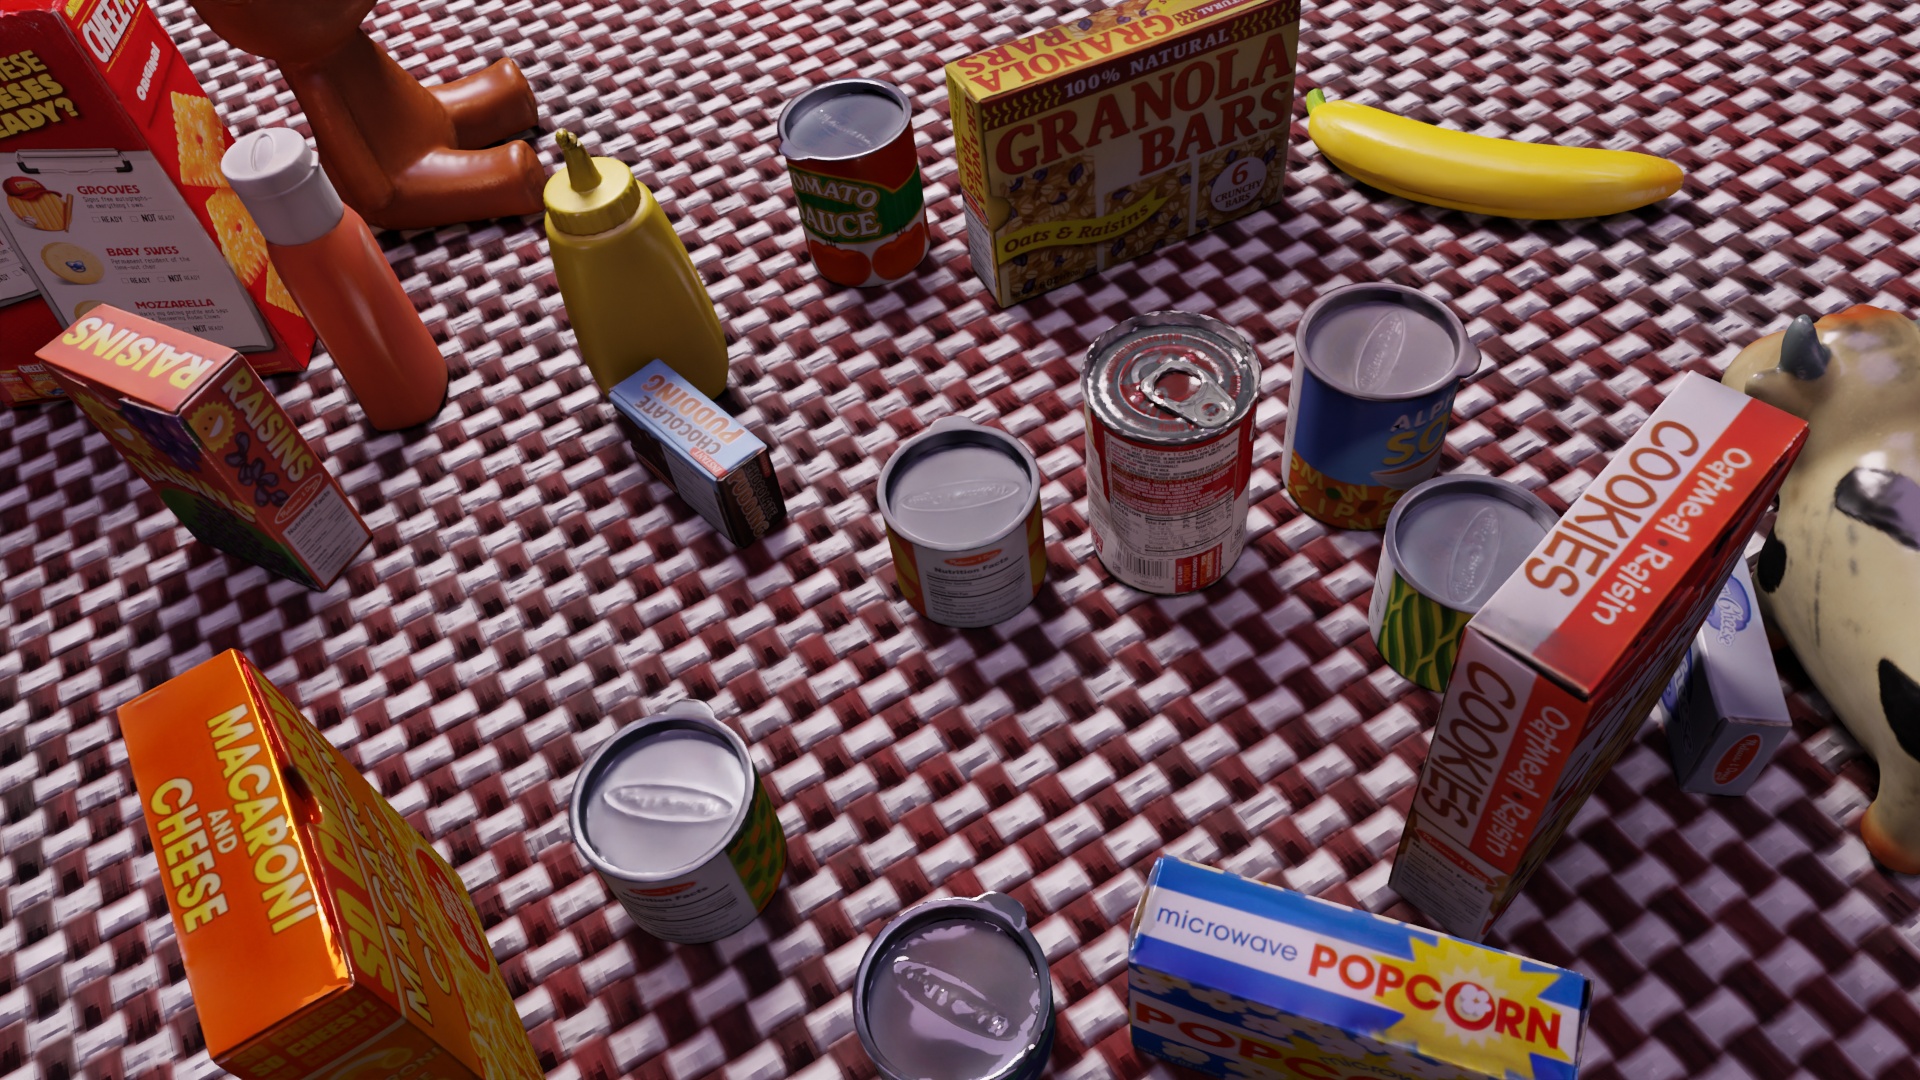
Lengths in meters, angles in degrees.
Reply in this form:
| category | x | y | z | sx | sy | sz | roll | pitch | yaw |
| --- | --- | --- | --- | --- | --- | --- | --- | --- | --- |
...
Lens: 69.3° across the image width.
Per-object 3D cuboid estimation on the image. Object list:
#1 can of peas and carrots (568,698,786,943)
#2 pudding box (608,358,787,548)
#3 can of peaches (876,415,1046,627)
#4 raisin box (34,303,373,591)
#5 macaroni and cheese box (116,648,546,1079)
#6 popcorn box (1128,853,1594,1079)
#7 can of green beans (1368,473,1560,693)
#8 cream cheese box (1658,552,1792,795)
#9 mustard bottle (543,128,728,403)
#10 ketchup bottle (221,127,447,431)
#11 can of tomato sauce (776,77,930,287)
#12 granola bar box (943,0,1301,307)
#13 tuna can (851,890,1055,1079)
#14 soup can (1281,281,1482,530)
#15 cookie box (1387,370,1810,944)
| category | x | y | z | sx | sy | sz | roll | pitch | yaw |
| --- | --- | --- | --- | --- | --- | --- | --- | --- | --- |
| can of peas and carrots | -0.101 | 0.103 | 0.507 | 0.071 | 0.058 | 0.071 | -4 | 52 | 5 |
| pudding box | -0.119 | -0.040 | 0.627 | 0.030 | 0.049 | 0.084 | -40 | 57 | -21 |
| can of peaches | 0.002 | -0.007 | 0.580 | 0.071 | 0.057 | 0.071 | -4 | 52 | 5 |
| raisin box | -0.326 | -0.038 | 0.606 | 0.086 | 0.122 | 0.040 | 19 | 57 | 21 |
| macaroni and cheese box | -0.184 | 0.126 | 0.431 | 0.040 | 0.165 | 0.124 | -30 | 54 | -15 |
| popcorn box | 0.116 | 0.146 | 0.427 | 0.127 | 0.084 | 0.038 | 13 | 55 | 17 |
| can of green beans | 0.194 | 0.018 | 0.535 | 0.071 | 0.057 | 0.071 | -4 | 52 | 5 |
| cream cheese box | 0.274 | 0.036 | 0.513 | 0.024 | 0.053 | 0.104 | 1 | 52 | 9 |
| mustard bottle | -0.151 | -0.122 | 0.625 | 0.065 | 0.159 | 0.049 | -26 | 53 | -12 |
| ketchup bottle | -0.289 | -0.121 | 0.650 | 0.043 | 0.148 | 0.065 | -16 | 52 | -5 |
| can of tomato sauce | -0.053 | -0.180 | 0.707 | 0.071 | 0.082 | 0.071 | -4 | 52 | 5 |
| granola bar box | 0.081 | -0.196 | 0.675 | 0.166 | 0.123 | 0.039 | -23 | 53 | -10 |
| tuna can | 0.000 | 0.156 | 0.468 | 0.071 | 0.032 | 0.071 | -4 | 52 | 5 |
| soup can | 0.172 | -0.053 | 0.577 | 0.071 | 0.083 | 0.072 | -4 | 52 | 5 |
| cookie box | 0.198 | 0.045 | 0.444 | 0.040 | 0.166 | 0.123 | 35 | 64 | 29 |
